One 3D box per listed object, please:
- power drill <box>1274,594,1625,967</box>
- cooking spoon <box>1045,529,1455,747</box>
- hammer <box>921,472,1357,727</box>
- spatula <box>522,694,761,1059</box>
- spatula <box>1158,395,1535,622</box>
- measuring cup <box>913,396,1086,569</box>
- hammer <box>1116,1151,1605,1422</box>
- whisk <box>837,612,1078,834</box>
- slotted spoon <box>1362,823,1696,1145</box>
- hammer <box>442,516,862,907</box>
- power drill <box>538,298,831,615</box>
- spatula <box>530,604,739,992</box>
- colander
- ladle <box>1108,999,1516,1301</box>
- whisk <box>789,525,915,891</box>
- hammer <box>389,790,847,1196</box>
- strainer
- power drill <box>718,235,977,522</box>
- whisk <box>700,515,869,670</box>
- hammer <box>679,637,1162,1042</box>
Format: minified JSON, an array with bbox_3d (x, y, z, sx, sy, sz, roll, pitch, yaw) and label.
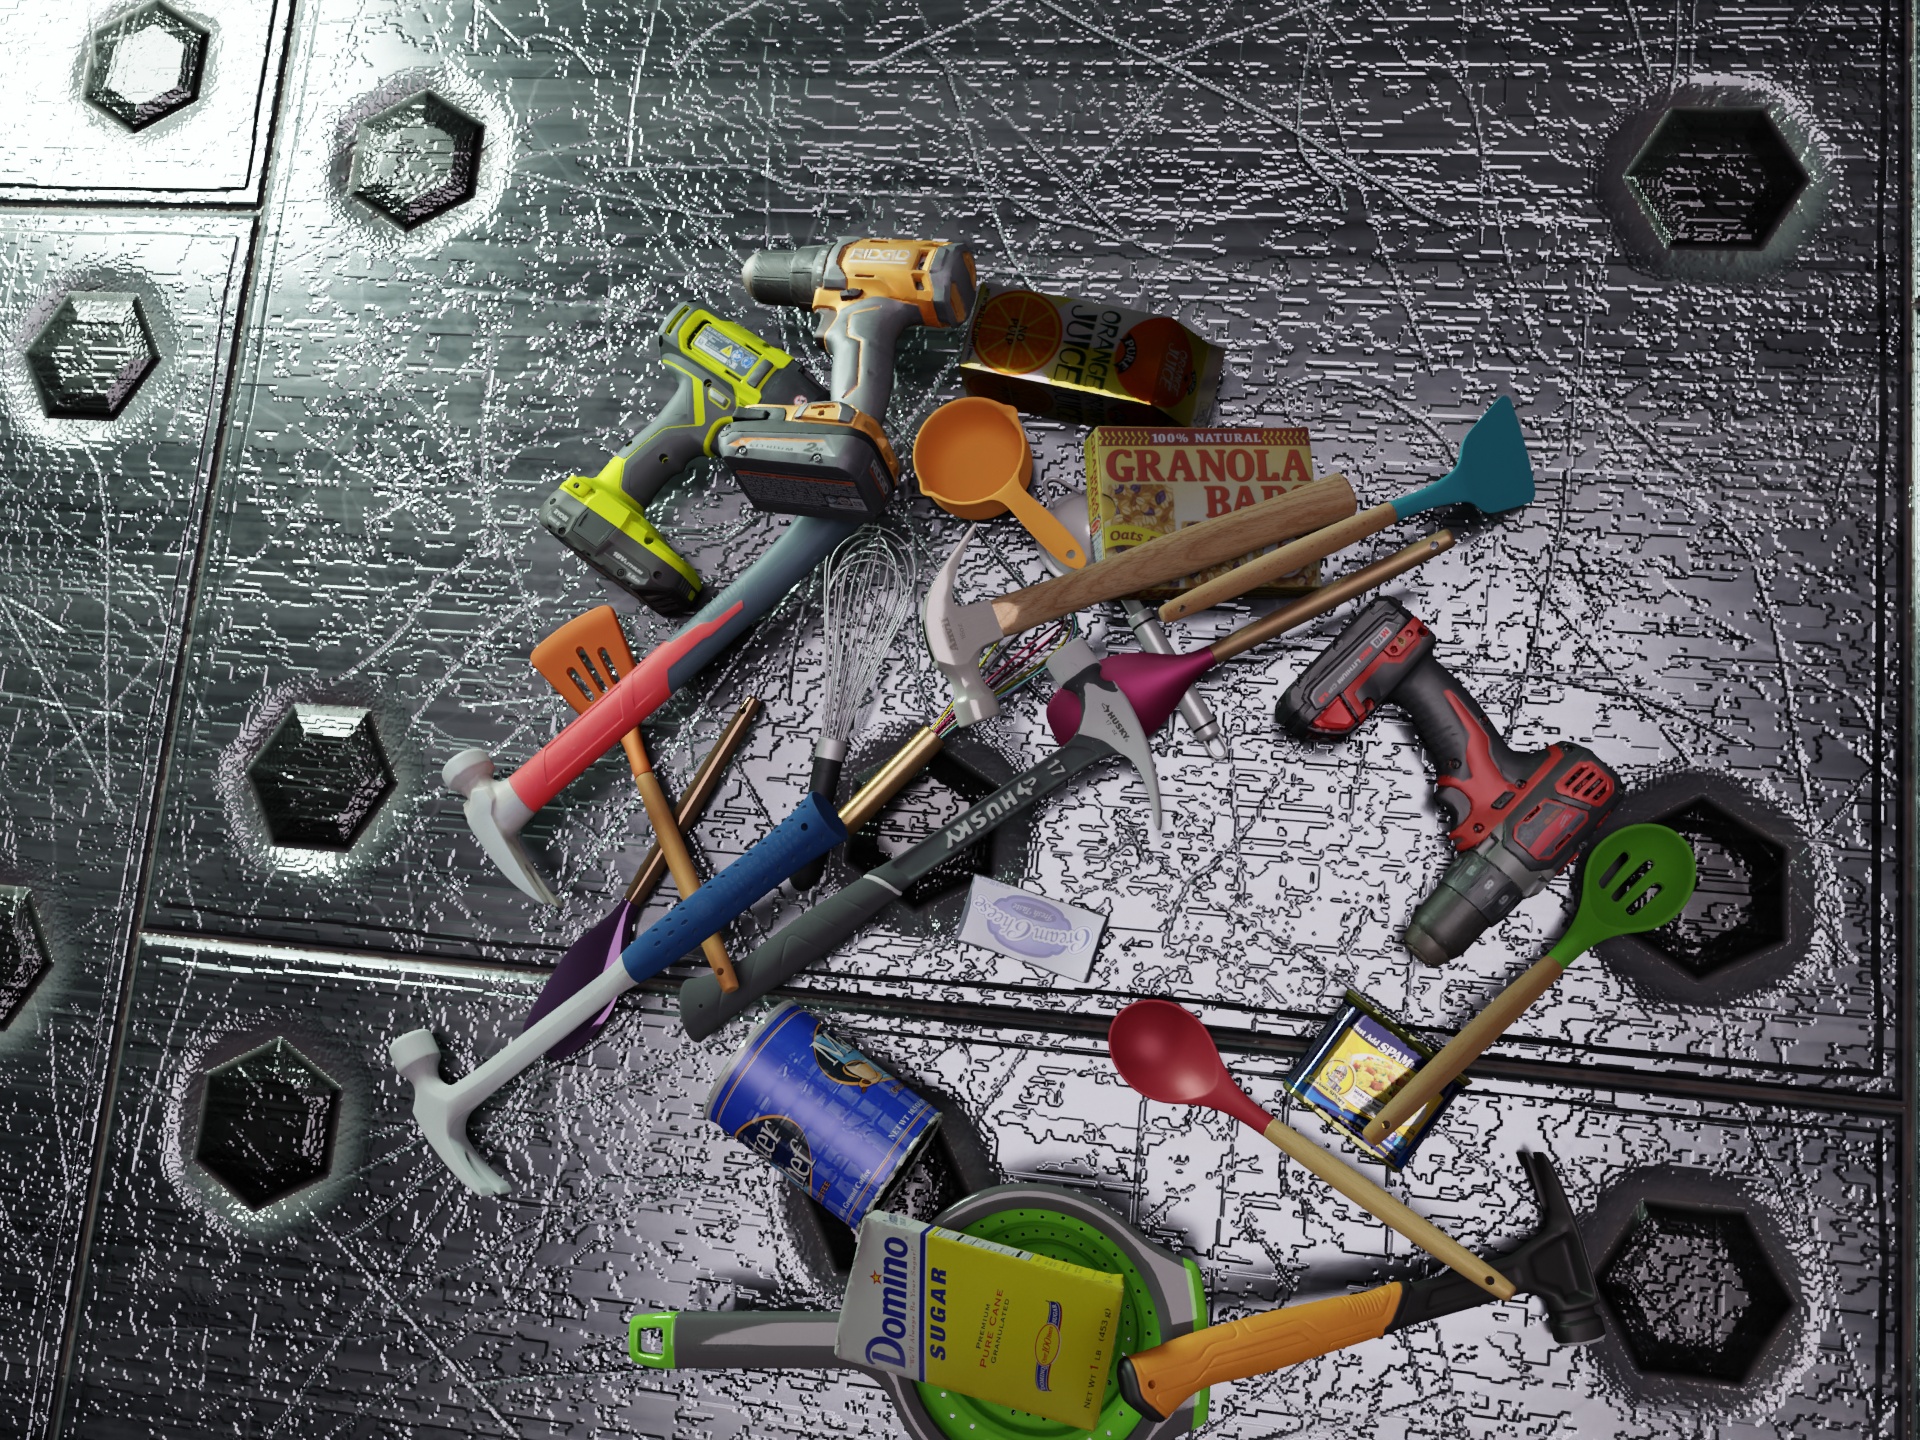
[{"bbox_3d":[0.327,0.043,1.130,0.227,0.080,0.188,44,89,10],"label":"power drill"},{"bbox_3d":[0.206,-0.060,1.151,0.319,0.017,0.069,-27,88,15],"label":"cooking spoon"},{"bbox_3d":[0.128,-0.111,1.125,0.331,0.031,0.130,-21,88,-11],"label":"hammer"},{"bbox_3d":[-0.238,0.119,1.227,0.060,0.018,0.316,29,87,19],"label":"spatula"},{"bbox_3d":[0.280,-0.137,1.134,0.317,0.044,0.082,-24,105,-9],"label":"spatula"},{"bbox_3d":[0.039,-0.169,1.211,0.095,0.052,0.174,-43,72,1],"label":"measuring cup"},{"bbox_3d":[0.260,0.383,1.044,0.337,0.034,0.127,-10,78,-15],"label":"hammer"},{"bbox_3d":[-0.001,-0.002,1.197,0.245,0.047,0.051,-45,72,-2],"label":"whisk"},{"bbox_3d":[0.386,0.181,1.084,0.314,0.031,0.070,-38,76,-15],"label":"slotted spoon"},{"bbox_3d":[-0.210,-0.029,1.193,0.386,0.038,0.143,-41,71,4],"label":"hammer"},{"bbox_3d":[-0.208,-0.202,1.249,0.171,0.080,0.223,35,84,13],"label":"power drill"},{"bbox_3d":[-0.237,0.061,1.210,0.081,0.041,0.323,-31,67,9],"label":"spatula"},{"bbox_3d":[-0.028,0.423,1.105,0.397,0.094,0.204,-3,80,8],"label":"colander"},{"bbox_3d":[0.232,0.290,1.080,0.316,0.031,0.069,31,92,32],"label":"ladle"},{"bbox_3d":[-0.093,-0.010,1.212,0.070,0.070,0.284,12,87,10],"label":"whisk"},{"bbox_3d":[-0.245,0.192,1.161,0.405,0.035,0.144,-37,69,13],"label":"hammer"},{"bbox_3d":[0.134,-0.084,1.198,0.087,0.050,0.258,-28,81,-12],"label":"strainer"},{"bbox_3d":[-0.104,-0.264,1.175,0.185,0.084,0.226,9,65,21],"label":"power drill"},{"bbox_3d":[-0.146,-0.116,1.242,0.239,0.055,0.055,-44,77,4],"label":"whisk"},{"bbox_3d":[-0.037,0.114,1.167,0.409,0.036,0.149,-35,79,6],"label":"hammer"}]
